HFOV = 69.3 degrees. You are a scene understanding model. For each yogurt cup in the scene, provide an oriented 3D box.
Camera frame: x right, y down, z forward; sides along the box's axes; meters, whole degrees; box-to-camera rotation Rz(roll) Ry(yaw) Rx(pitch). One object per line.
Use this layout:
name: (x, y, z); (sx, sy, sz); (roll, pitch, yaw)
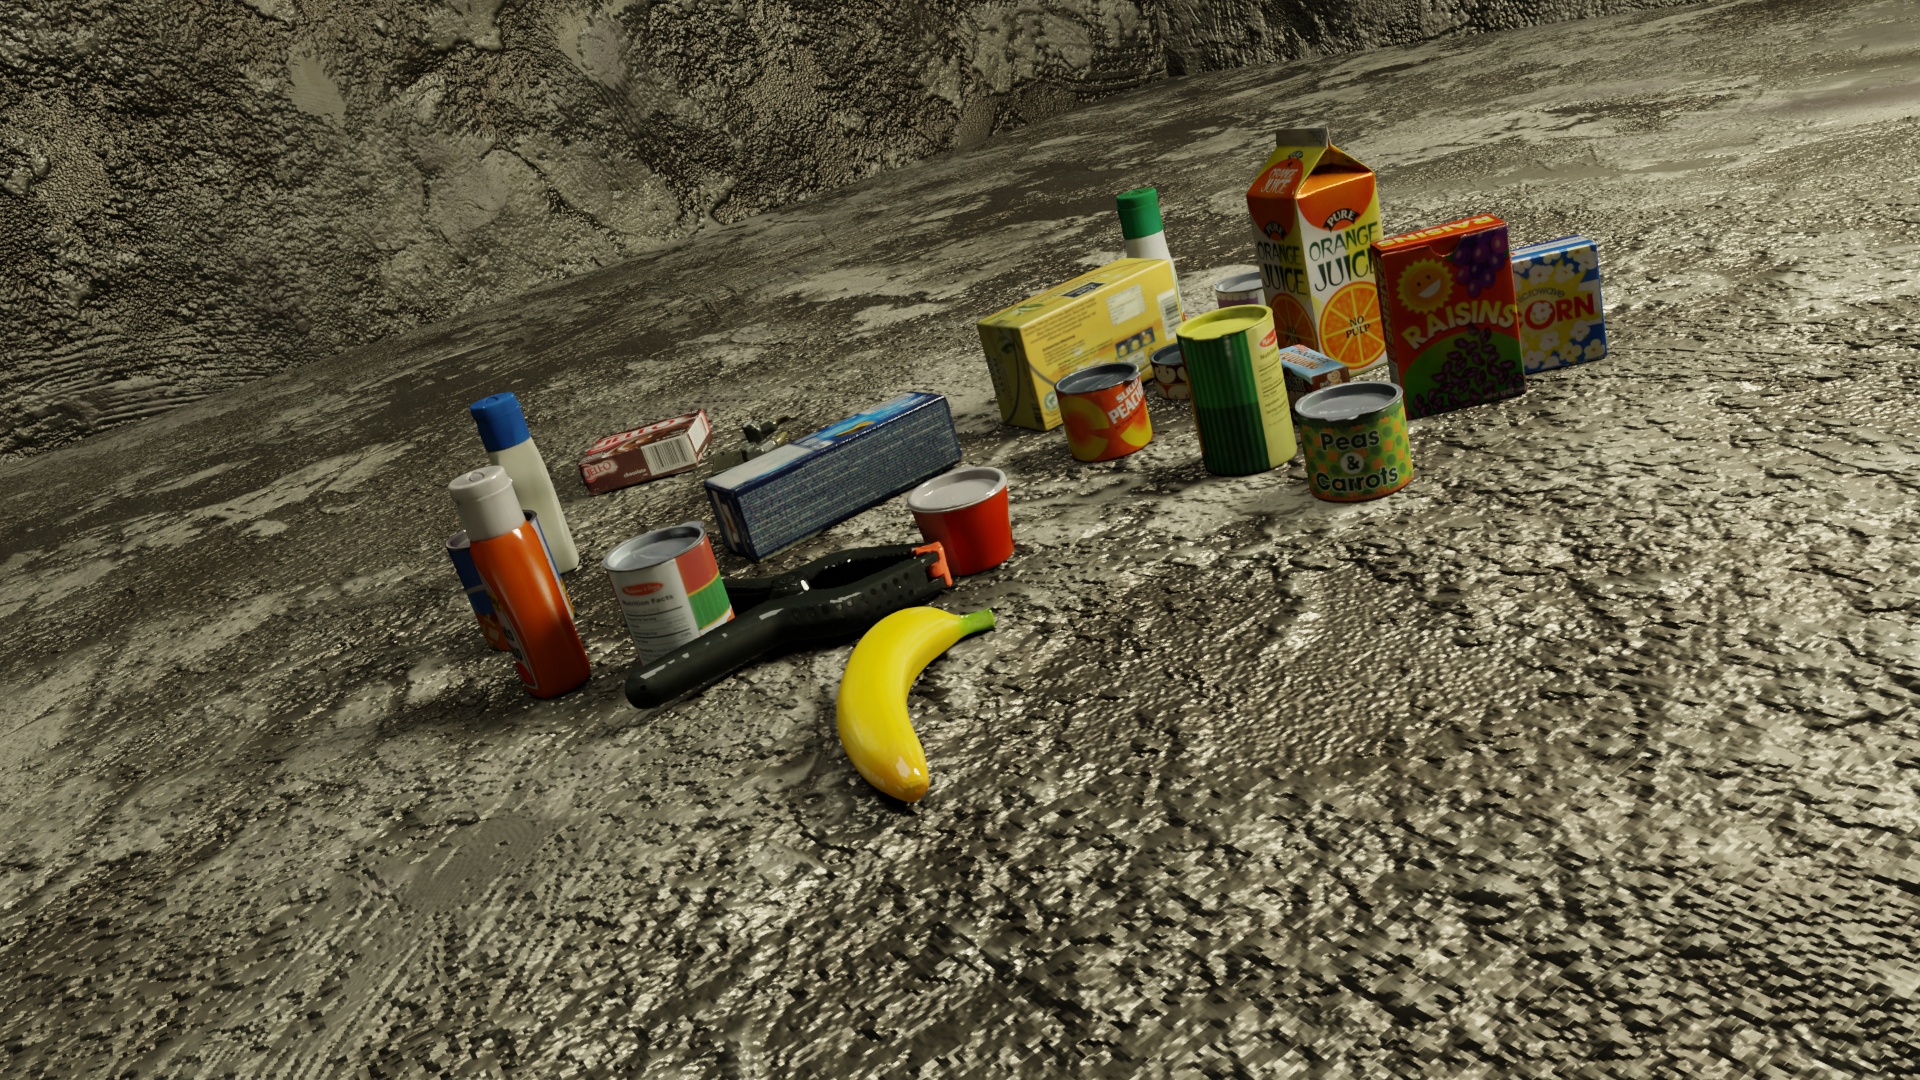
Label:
yogurt cup: (0.003, -0.012, 0.926); (0.072, 0.053, 0.072); (-13, 21, 5)

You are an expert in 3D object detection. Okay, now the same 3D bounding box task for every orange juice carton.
orange juice carton: (0.280, -0.226, 1.083); (0.073, 0.192, 0.072); (-20, 21, -13)

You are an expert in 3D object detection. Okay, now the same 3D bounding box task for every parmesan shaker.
parmesan shaker: (0.189, -0.102, 0.959); (0.071, 0.102, 0.071); (-13, 21, 5)

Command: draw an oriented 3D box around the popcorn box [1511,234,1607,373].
popcorn box: (0.391, -0.162, 0.997); (0.127, 0.085, 0.038); (-12, 21, 9)

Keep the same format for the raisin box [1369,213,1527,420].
raisin box: (0.336, -0.154, 0.960); (0.086, 0.123, 0.040); (-12, 21, 8)

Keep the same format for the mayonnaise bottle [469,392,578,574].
mayonnaise bottle: (-0.352, -0.045, 1.121); (0.041, 0.147, 0.065); (-23, 22, -20)

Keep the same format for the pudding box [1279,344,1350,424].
pudding box: (0.254, -0.109, 1.006); (0.030, 0.049, 0.084); (-17, 21, -4)

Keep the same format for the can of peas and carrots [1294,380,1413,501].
can of peas and carrots: (0.249, -0.062, 0.878); (0.071, 0.058, 0.071); (-13, 21, 5)

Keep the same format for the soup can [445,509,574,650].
soup can: (-0.328, 0.028, 1.010); (0.071, 0.083, 0.071); (-13, 21, 5)

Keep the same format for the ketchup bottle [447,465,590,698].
ketchup bottle: (-0.285, 0.026, 0.897); (0.044, 0.148, 0.065); (-24, 22, -22)

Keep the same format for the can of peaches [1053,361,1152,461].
can of peaches: (0.112, -0.099, 1.065); (0.071, 0.058, 0.071); (-13, 21, 5)

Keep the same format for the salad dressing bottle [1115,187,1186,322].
salad dressing bottle: (0.174, -0.244, 1.265); (0.044, 0.147, 0.064); (-14, 21, 3)

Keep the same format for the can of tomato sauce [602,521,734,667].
can of tomato sauce: (-0.180, 0.040, 0.881); (0.071, 0.082, 0.071); (-13, 21, 5)

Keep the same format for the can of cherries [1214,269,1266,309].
can of cherries: (0.260, -0.202, 1.225); (0.071, 0.058, 0.072); (-13, 21, 5)

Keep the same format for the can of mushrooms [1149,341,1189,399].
can of mushrooms: (0.195, -0.144, 1.157); (0.071, 0.033, 0.071); (-13, 21, 5)
